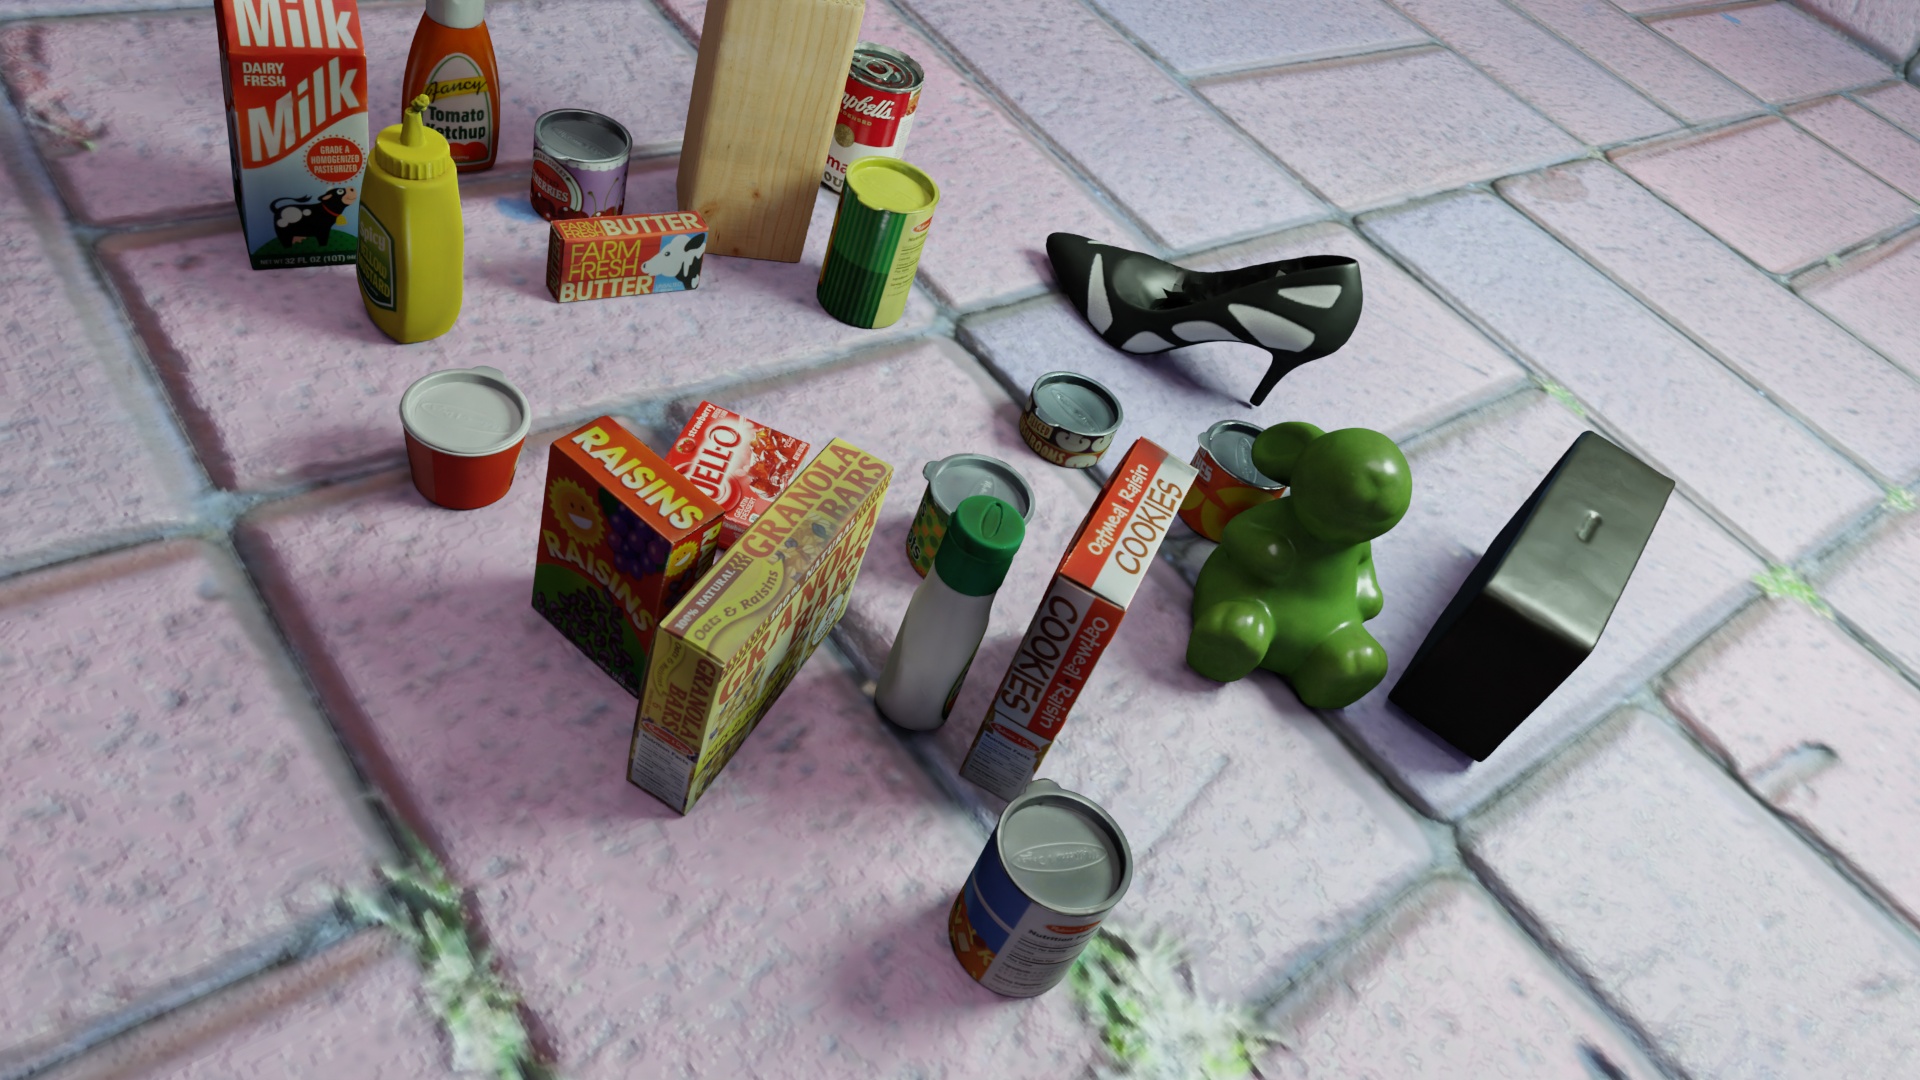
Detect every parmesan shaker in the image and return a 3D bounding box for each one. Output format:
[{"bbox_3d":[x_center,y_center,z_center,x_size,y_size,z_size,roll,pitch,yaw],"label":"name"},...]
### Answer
[{"bbox_3d":[-0.061,-0.207,0.977,0.071,0.102,0.072,12,44,-11],"label":"parmesan shaker"}]

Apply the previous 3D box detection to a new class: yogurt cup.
[{"bbox_3d":[-0.276,-0.054,0.774,0.072,0.053,0.073,12,44,-11],"label":"yogurt cup"}]

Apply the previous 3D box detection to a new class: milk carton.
[{"bbox_3d":[-0.398,-0.261,0.829,0.072,0.189,0.074,-10,52,-30],"label":"milk carton"}]

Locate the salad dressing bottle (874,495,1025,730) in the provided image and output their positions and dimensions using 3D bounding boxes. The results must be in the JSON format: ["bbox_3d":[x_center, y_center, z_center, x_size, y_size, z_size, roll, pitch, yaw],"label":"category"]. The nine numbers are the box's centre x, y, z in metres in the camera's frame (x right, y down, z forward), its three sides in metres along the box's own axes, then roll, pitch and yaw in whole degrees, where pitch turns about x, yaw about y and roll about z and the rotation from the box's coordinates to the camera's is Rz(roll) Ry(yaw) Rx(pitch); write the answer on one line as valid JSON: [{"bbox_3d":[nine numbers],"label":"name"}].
[{"bbox_3d":[-0.006,0.039,0.724,0.044,0.146,0.064,21,43,-1],"label":"salad dressing bottle"}]

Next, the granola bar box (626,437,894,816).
[{"bbox_3d":[-0.101,0.040,0.702,0.039,0.123,0.166,29,44,7],"label":"granola bar box"}]

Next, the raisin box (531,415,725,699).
[{"bbox_3d":[-0.170,0.010,0.704,0.086,0.122,0.040,38,45,16],"label":"raisin box"}]

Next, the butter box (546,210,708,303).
[{"bbox_3d":[-0.223,-0.191,0.931,0.104,0.052,0.024,-13,53,-32],"label":"butter box"}]

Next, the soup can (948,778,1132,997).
[{"bbox_3d":[0.036,0.166,0.662,0.071,0.083,0.072,12,44,-11],"label":"soup can"}]

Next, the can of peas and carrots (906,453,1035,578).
[{"bbox_3d":[0.003,-0.011,0.841,0.071,0.058,0.071,12,44,-11],"label":"can of peas and carrots"}]

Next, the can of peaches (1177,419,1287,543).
[{"bbox_3d":[0.184,-0.040,0.944,0.071,0.057,0.071,12,44,-11],"label":"can of peaches"}]

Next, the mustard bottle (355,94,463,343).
[{"bbox_3d":[-0.322,-0.192,0.813,0.049,0.159,0.065,-28,62,-40],"label":"mustard bottle"}]

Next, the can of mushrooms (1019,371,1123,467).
[{"bbox_3d":[0.074,-0.083,0.960,0.071,0.033,0.071,12,44,-11],"label":"can of mushrooms"}]

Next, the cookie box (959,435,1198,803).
[{"bbox_3d":[0.060,0.043,0.733,0.040,0.166,0.123,28,43,6],"label":"cookie box"}]

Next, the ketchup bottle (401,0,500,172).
[{"bbox_3d":[-0.344,-0.323,0.942,0.065,0.148,0.044,-7,51,-28],"label":"ketchup bottle"}]

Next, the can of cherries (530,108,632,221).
[{"bbox_3d":[-0.269,-0.260,0.976,0.071,0.058,0.072,12,44,-11],"label":"can of cherries"}]
